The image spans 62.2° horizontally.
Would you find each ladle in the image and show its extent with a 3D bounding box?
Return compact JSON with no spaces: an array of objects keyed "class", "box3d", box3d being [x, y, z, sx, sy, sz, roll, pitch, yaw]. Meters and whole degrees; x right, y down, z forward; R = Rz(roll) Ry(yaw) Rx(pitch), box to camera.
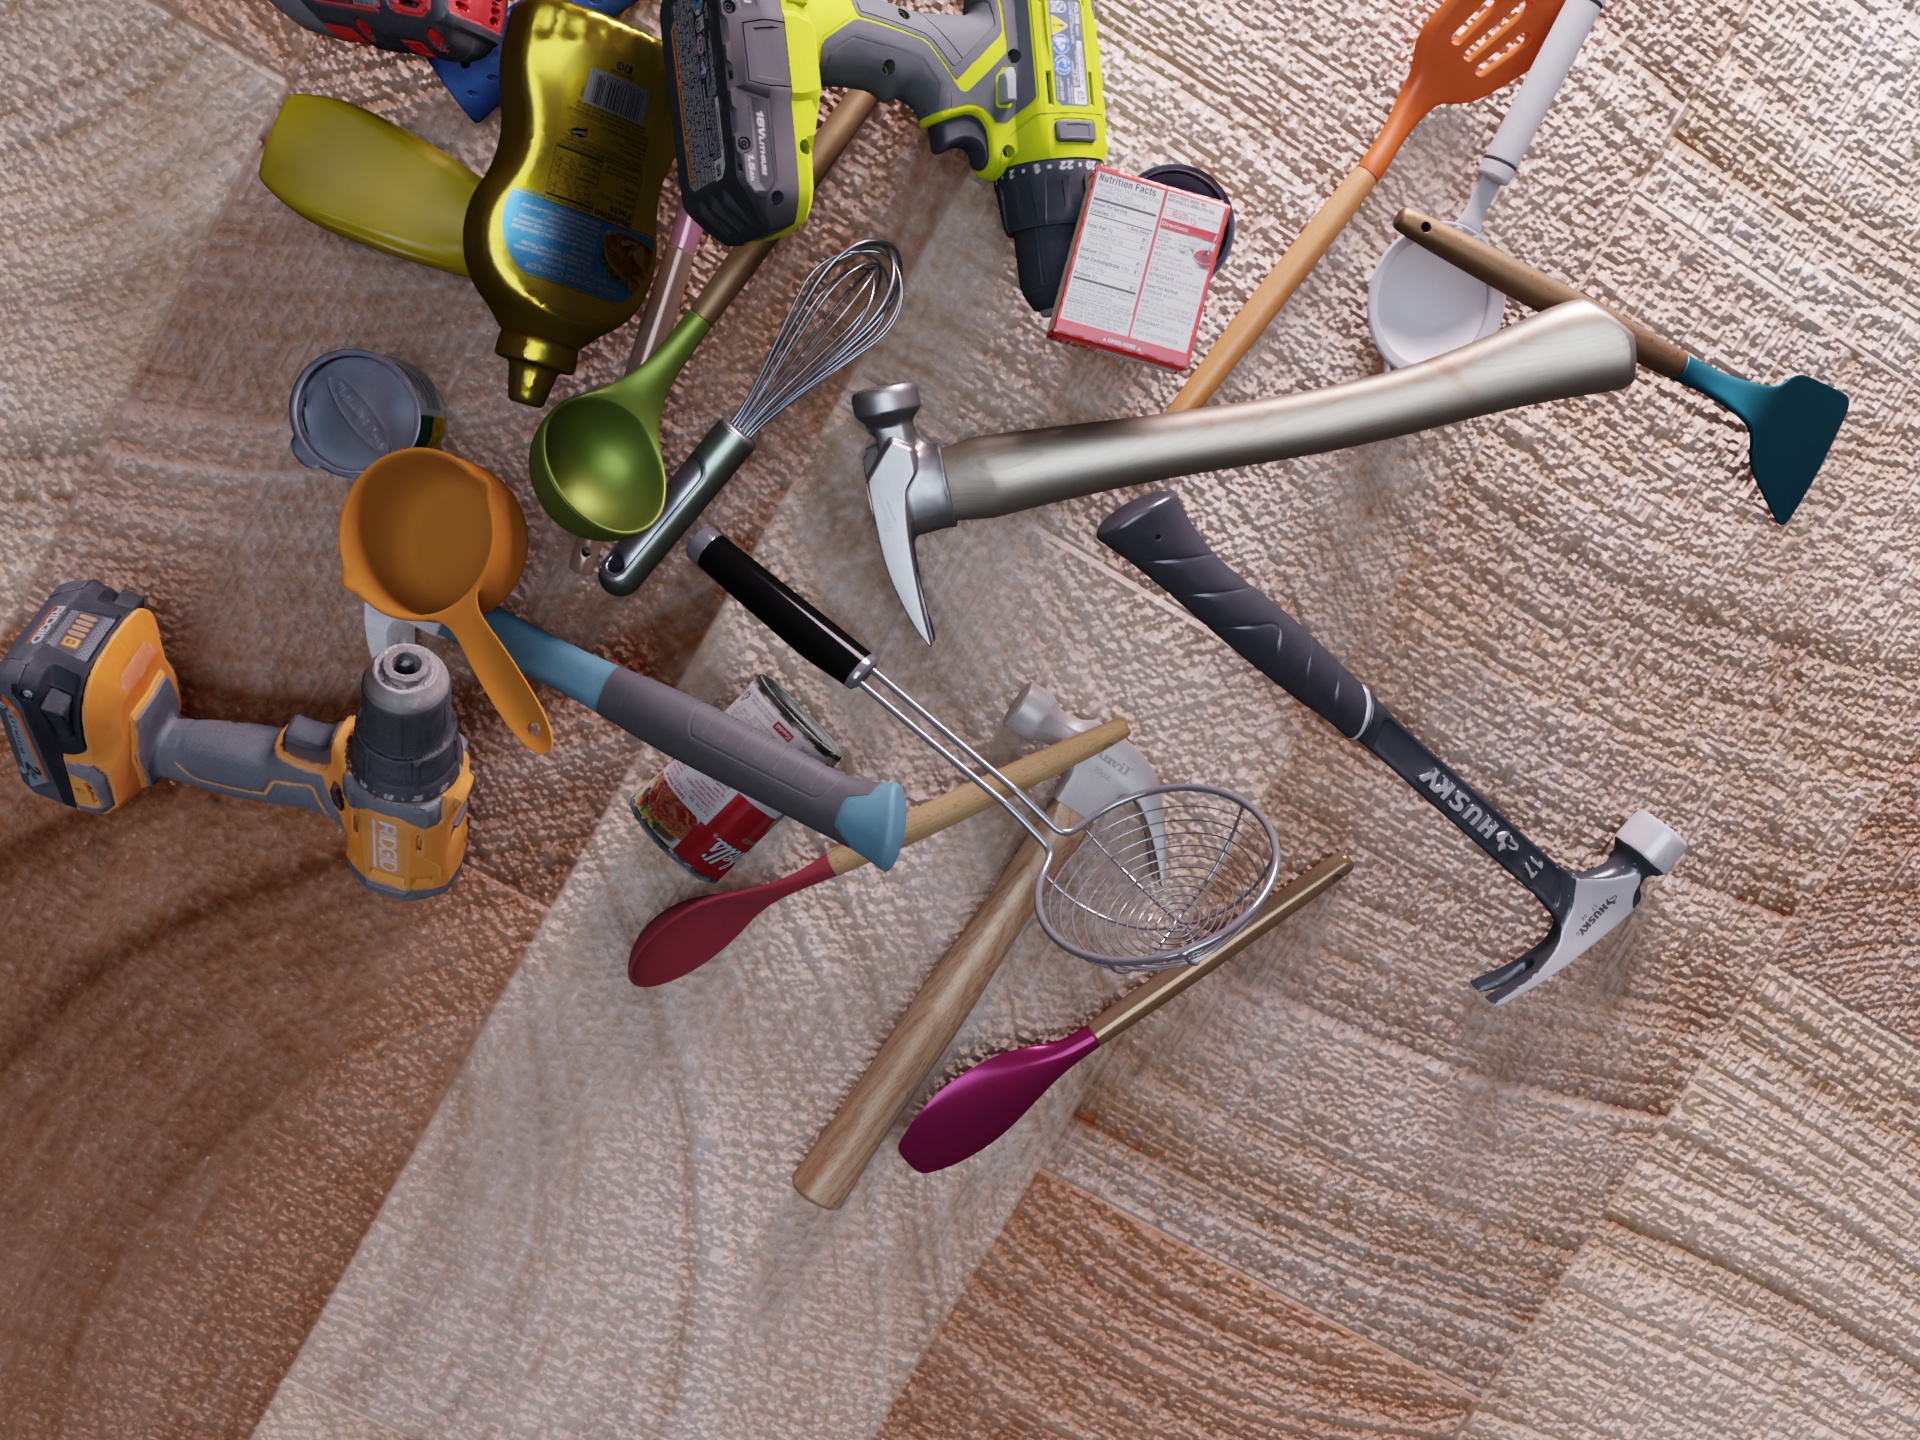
[{"class":"ladle","box3d":[-0.049,0.070,0.894,0.315,0.069,0.031,-26,65,6]},{"class":"ladle","box3d":[-0.117,-0.232,0.835,0.078,0.062,0.320,38,85,-33]}]

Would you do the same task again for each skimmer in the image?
[{"class":"skimmer","box3d":[-0.001,-0.003,0.832,0.363,0.090,0.127,39,61,10]}]

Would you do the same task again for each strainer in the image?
[{"class":"strainer","box3d":[0.288,-0.291,0.866,0.086,0.050,0.258,21,104,-21]}]

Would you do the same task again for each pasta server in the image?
[{"class":"pasta server","box3d":[-0.159,-0.230,0.866,0.060,0.040,0.316,19,101,-7]}]

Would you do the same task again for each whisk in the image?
[{"class":"whisk","box3d":[-0.117,-0.163,0.869,0.246,0.059,0.058,-48,61,8]}]

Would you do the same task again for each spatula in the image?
[{"class":"spatula","box3d":[0.213,-0.280,0.876,0.081,0.041,0.322,34,98,-34]},{"class":"spatula","box3d":[0.369,-0.206,0.880,0.317,0.044,0.082,23,98,-14]}]

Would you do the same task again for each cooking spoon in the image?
[{"class":"cooking spoon","box3d":[0.100,0.172,0.943,0.319,0.017,0.068,-35,131,-2]}]

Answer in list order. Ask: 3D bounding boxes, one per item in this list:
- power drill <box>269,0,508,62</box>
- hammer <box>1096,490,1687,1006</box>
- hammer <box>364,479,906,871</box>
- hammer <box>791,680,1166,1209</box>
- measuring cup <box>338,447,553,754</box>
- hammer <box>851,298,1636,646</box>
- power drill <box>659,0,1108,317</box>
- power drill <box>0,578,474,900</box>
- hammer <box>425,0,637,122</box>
[{"class":"power drill","box3d":[-0.283,-0.446,0.781,0.143,0.078,0.219,16,102,16]},{"class":"hammer","box3d":[0.233,0.011,0.897,0.408,0.036,0.149,38,97,-18]},{"class":"hammer","box3d":[-0.174,-0.012,0.844,0.331,0.033,0.128,26,96,12]},{"class":"hammer","box3d":[0.005,0.148,0.934,0.130,0.031,0.331,32,96,-8]},{"class":"measuring cup","box3d":[-0.246,-0.058,0.818,0.095,0.052,0.173,-33,85,10]},{"class":"hammer","box3d":[0.154,-0.147,0.864,0.410,0.038,0.146,-10,101,7]},{"class":"power drill","box3d":[-0.024,-0.300,0.806,0.228,0.080,0.190,-10,100,-29]},{"class":"power drill","box3d":[-0.363,0.003,0.818,0.226,0.084,0.185,18,141,-6]},{"class":"hammer","box3d":[-0.098,-0.442,0.830,0.405,0.035,0.144,-35,100,2]}]
